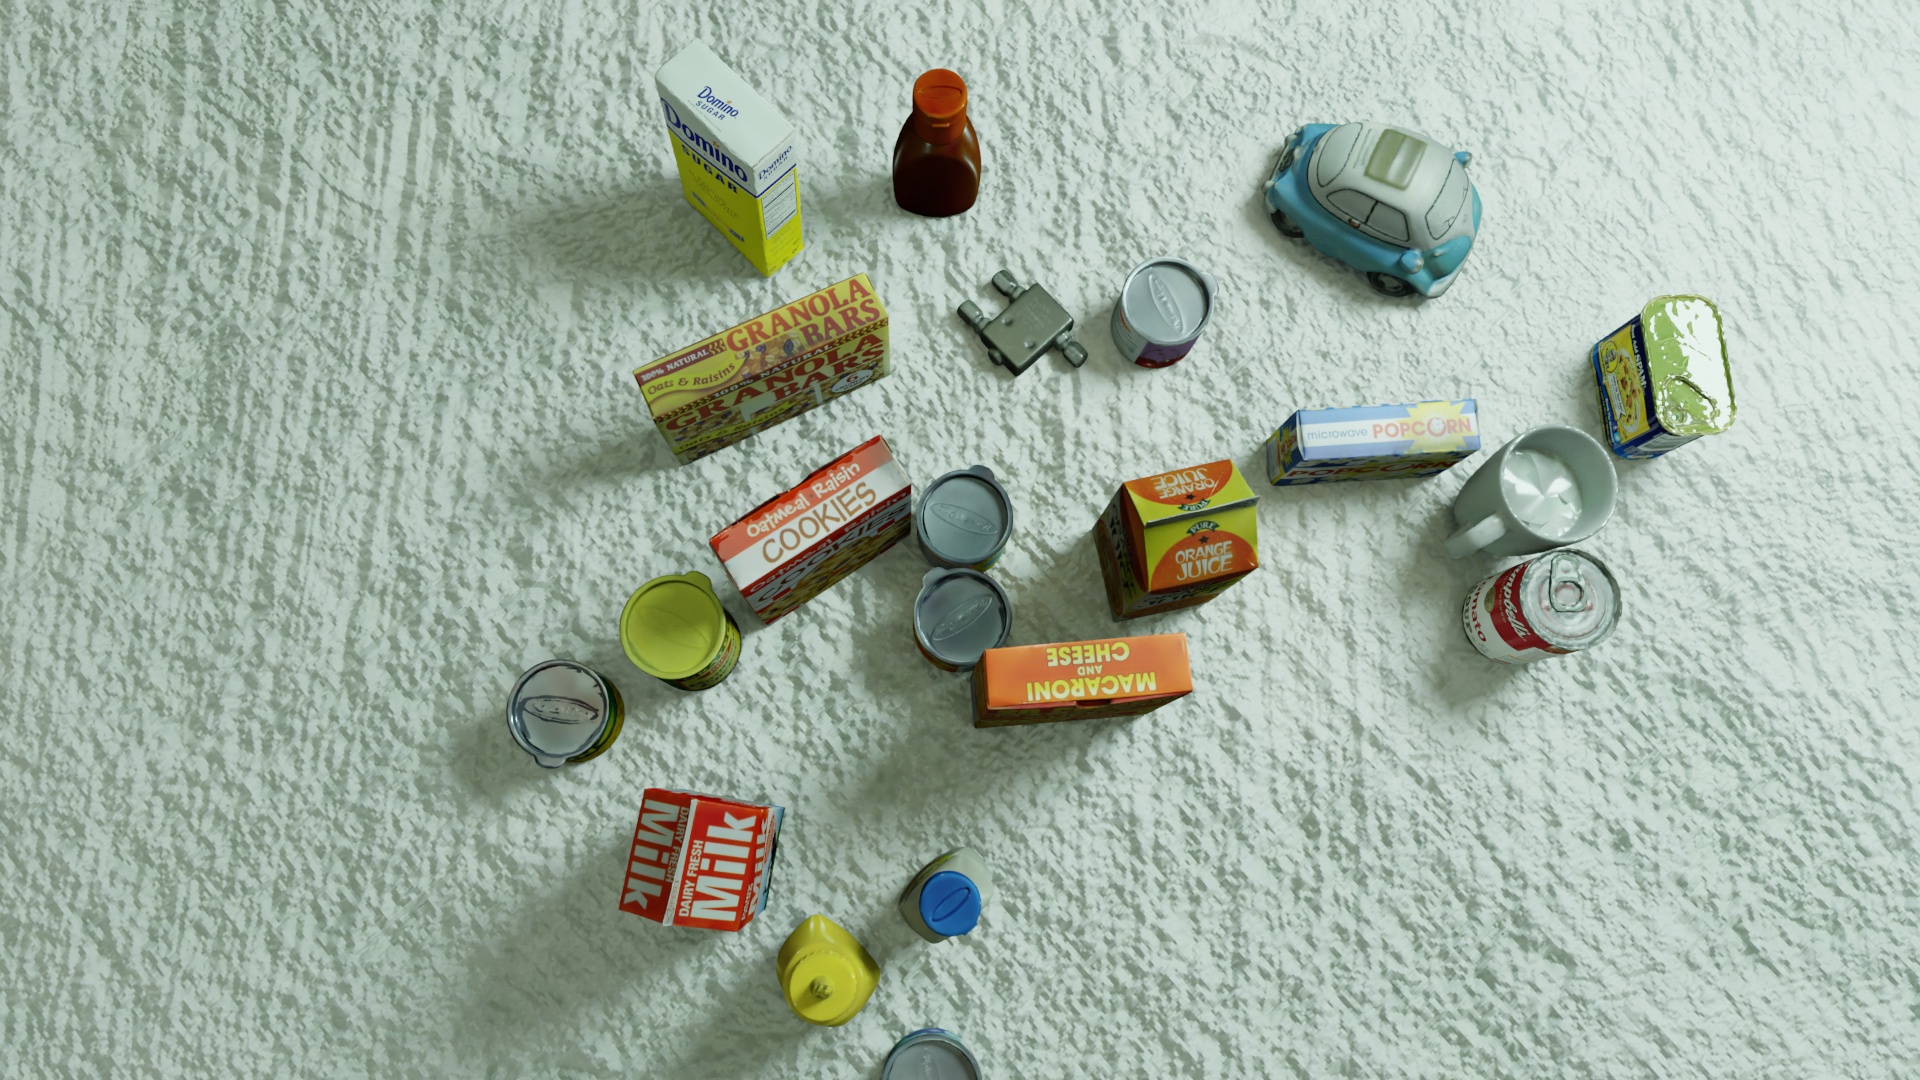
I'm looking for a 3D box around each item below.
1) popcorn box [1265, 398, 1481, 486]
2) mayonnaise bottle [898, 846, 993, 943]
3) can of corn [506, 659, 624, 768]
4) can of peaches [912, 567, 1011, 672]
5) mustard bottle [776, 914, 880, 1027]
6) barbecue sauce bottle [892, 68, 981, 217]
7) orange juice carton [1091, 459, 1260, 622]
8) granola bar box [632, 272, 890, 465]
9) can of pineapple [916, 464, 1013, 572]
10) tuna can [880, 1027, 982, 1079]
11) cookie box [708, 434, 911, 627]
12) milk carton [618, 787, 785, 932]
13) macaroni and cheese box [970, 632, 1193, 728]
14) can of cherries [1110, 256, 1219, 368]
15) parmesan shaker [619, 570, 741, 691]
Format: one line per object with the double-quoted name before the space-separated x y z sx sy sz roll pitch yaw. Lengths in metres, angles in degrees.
"popcorn box" 0.287 -0.068 0.977 0.127 0.085 0.038 -4 79 -3
"mayonnaise bottle" -0.008 0.223 0.872 0.065 0.148 0.041 -39 83 -9
"can of corn" -0.263 0.118 0.929 0.071 0.058 0.071 0 79 -2
"can of peaches" -0.001 0.054 0.954 0.071 0.058 0.071 0 79 -2
"mustard bottle" -0.084 0.268 0.854 0.065 0.160 0.049 40 80 5
"barbecue sauce bottle" -0.016 -0.277 0.975 0.065 0.148 0.044 0 79 -2
"orange juice carton" 0.139 0.000 0.902 0.072 0.192 0.073 -12 80 -4
"granola bar box" -0.131 -0.115 0.949 0.166 0.124 0.039 -25 81 -7
"can of pineapple" 0.003 -0.012 0.968 0.071 0.057 0.071 0 79 -2
"tuna can" -0.021 0.354 0.904 0.071 0.032 0.071 0 78 -2
"cookie box" -0.093 -0.003 0.906 0.123 0.167 0.040 -33 82 -8
"milk carton" -0.157 0.193 0.851 0.073 0.190 0.072 10 79 0
"macaroni and cheese box" 0.072 0.093 0.893 0.124 0.166 0.040 -5 79 -3
"can of cherries" 0.147 -0.164 1.005 0.071 0.058 0.071 0 79 -2
"parmesan shaker" -0.181 0.061 0.922 0.071 0.103 0.071 0 79 -2
